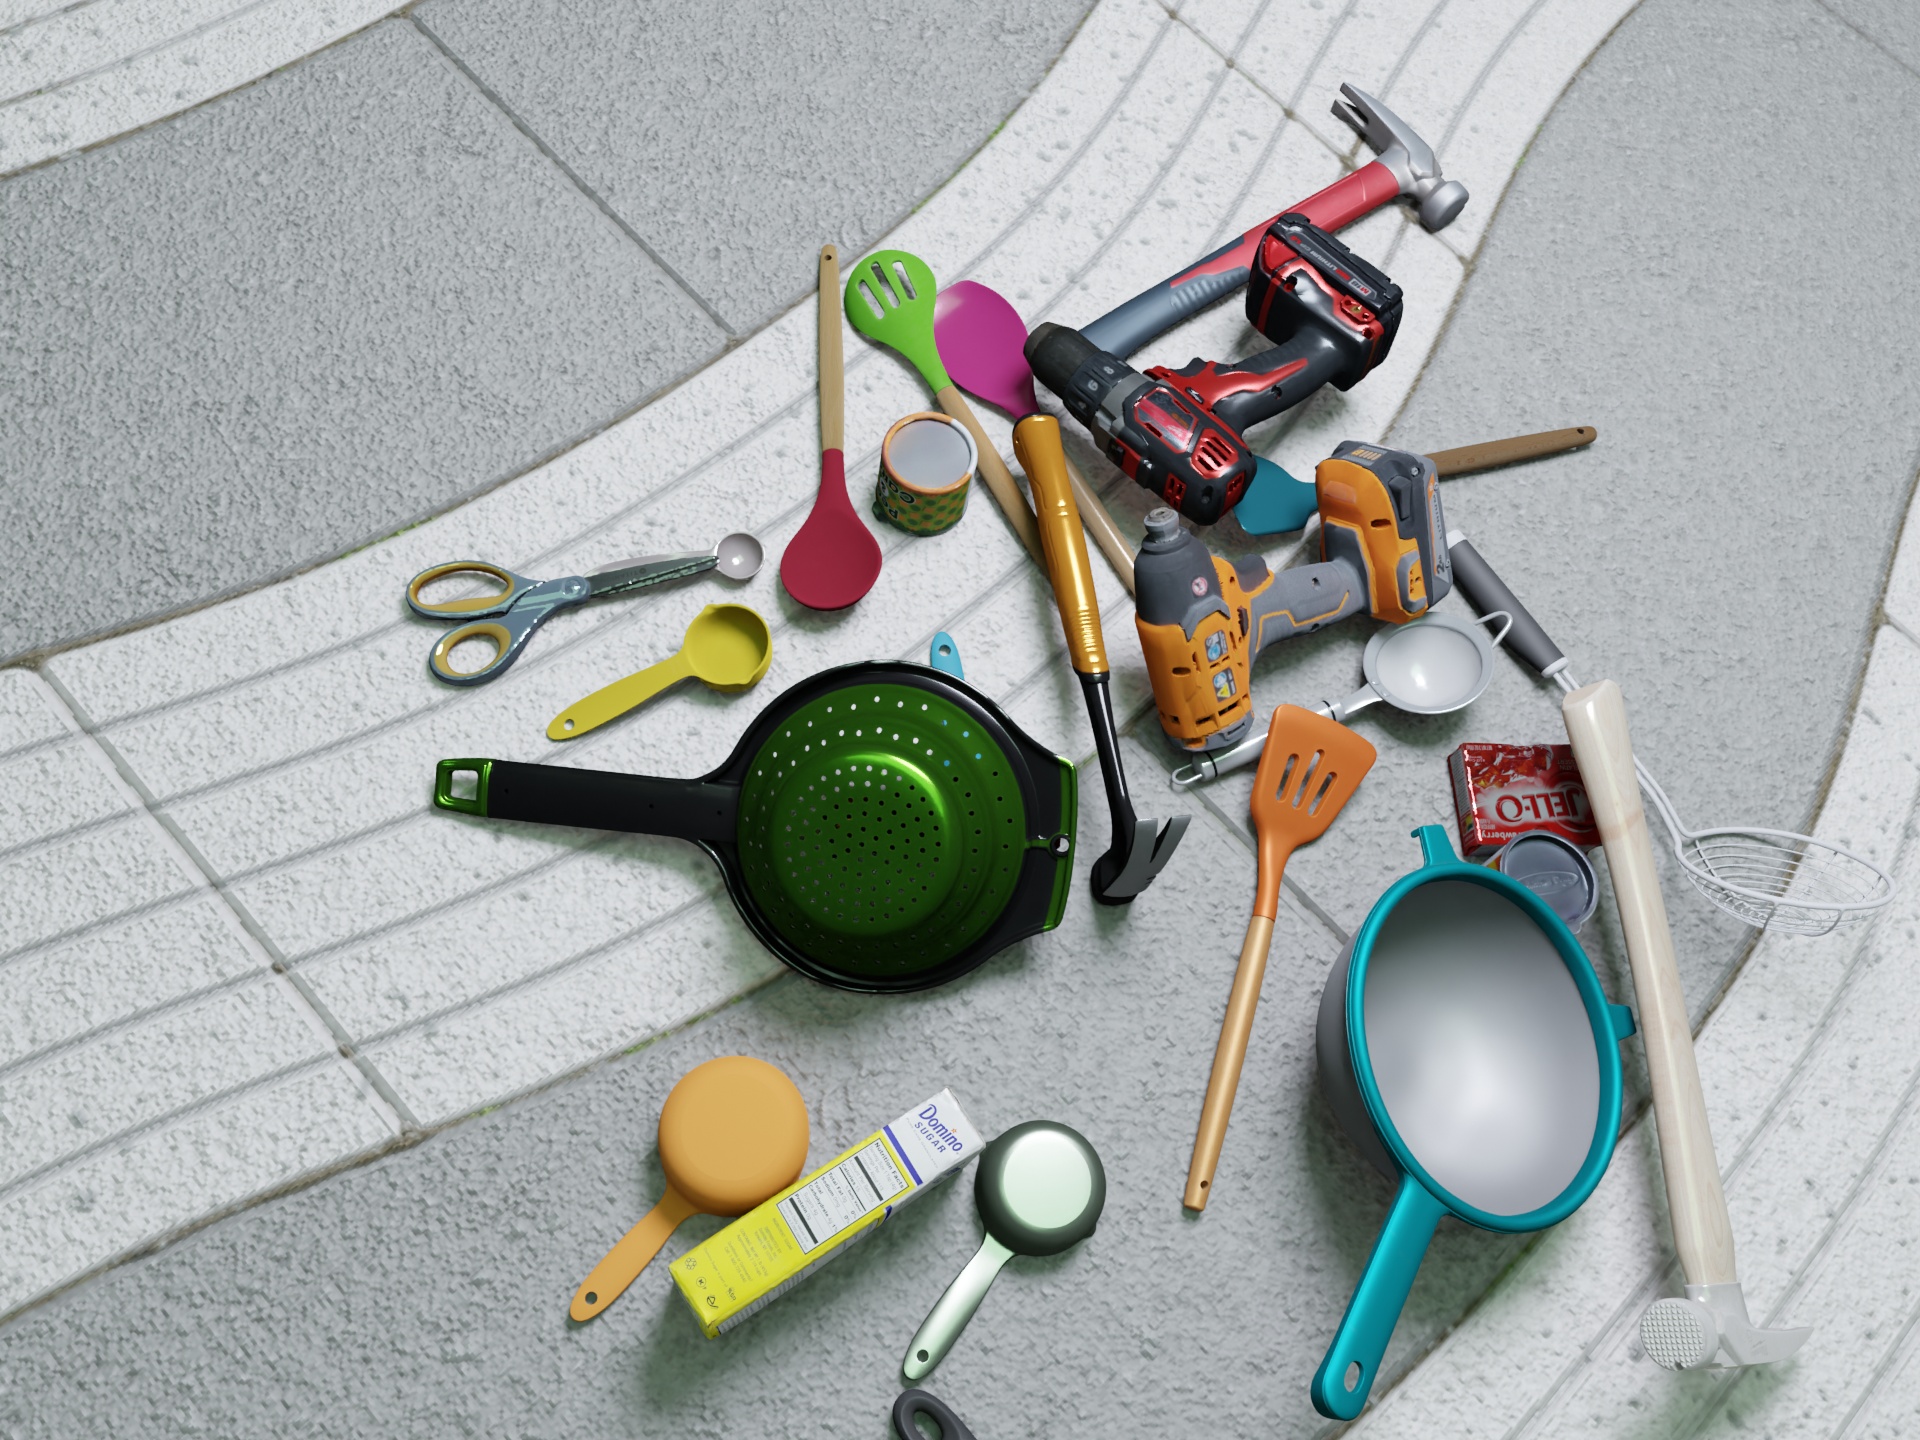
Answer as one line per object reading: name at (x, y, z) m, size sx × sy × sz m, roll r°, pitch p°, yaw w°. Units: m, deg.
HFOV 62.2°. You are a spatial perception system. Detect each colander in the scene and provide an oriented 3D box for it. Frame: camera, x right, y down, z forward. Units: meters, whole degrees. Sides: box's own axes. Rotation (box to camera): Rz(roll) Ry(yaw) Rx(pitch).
colander at (-0.131, 0.059, 0.934) m, size 0.397 × 0.094 × 0.204 m, roll 5°, pitch 93°, yaw 5°

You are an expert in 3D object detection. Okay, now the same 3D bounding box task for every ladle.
ladle at (-0.092, -0.210, 1.122) m, size 0.069 × 0.031 × 0.316 m, roll -3°, pitch 65°, yaw 1°

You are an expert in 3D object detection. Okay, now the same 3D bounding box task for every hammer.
hammer at (0.431, 0.173, 0.971) m, size 0.146 × 0.038 × 0.411 m, roll 15°, pitch 63°, yaw -38°
hammer at (0.209, -0.366, 1.221) m, size 0.386 × 0.038 × 0.143 m, roll -33°, pitch 73°, yaw -19°
hammer at (0.080, -0.058, 1.026) m, size 0.034 × 0.127 × 0.337 m, roll -6°, pitch 67°, yaw -12°

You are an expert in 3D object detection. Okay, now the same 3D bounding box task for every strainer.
strainer at (0.257, -0.009, 1.074) m, size 0.258 × 0.050 × 0.087 m, roll -22°, pitch 52°, yaw -10°
strainer at (0.253, 0.241, 0.914) m, size 0.211 × 0.095 × 0.340 m, roll 42°, pitch 58°, yaw -10°

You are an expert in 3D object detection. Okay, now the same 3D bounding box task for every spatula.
spatula at (0.328, -0.186, 1.156) m, size 0.317 × 0.044 × 0.082 m, roll -13°, pitch 64°, yaw -13°
spatula at (0.189, 0.146, 0.996) m, size 0.081 × 0.041 × 0.323 m, roll 25°, pitch 67°, yaw -14°

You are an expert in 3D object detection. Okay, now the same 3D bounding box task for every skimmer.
skimmer at (0.461, -0.006, 1.070) m, size 0.127 × 0.090 × 0.363 m, roll -17°, pitch 65°, yaw -43°

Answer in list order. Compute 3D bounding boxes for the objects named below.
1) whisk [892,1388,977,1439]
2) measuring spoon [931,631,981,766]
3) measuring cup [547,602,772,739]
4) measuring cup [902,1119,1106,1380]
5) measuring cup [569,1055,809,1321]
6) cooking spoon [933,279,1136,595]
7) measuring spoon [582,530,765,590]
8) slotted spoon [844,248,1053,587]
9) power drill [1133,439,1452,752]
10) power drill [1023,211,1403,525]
whisk at (0.071, 0.469, 0.837) m, size 0.296 × 0.073 × 0.073 m, roll 42°, pitch 68°, yaw 18°
measuring spoon at (-0.002, -0.003, 1.045) m, size 0.042 × 0.021 × 0.129 m, roll -7°, pitch 70°, yaw -10°
measuring cup at (-0.194, -0.023, 1.034) m, size 0.156 × 0.029 × 0.062 m, roll -27°, pitch 72°, yaw -5°
measuring cup at (0.021, 0.302, 0.908) m, size 0.083 × 0.038 × 0.168 m, roll 36°, pitch 65°, yaw 8°
measuring cup at (-0.156, 0.264, 0.894) m, size 0.095 × 0.052 × 0.174 m, roll 39°, pitch 66°, yaw 10°
cooking spoon at (0.068, -0.188, 1.136) m, size 0.069 × 0.017 × 0.319 m, roll -32°, pitch 74°, yaw 2°
measuring spoon at (-0.193, -0.102, 1.071) m, size 0.124 × 0.018 × 0.034 m, roll -10°, pitch 75°, yaw -4°
slotted spoon at (0.003, -0.215, 1.134) m, size 0.070 × 0.031 × 0.314 m, roll -31°, pitch 75°, yaw 4°
power drill at (0.211, -0.099, 1.044) m, size 0.226 × 0.164 × 0.084 m, roll -31°, pitch 31°, yaw -19°
power drill at (0.174, -0.257, 1.110) m, size 0.227 × 0.080 × 0.188 m, roll -41°, pitch 71°, yaw -18°
